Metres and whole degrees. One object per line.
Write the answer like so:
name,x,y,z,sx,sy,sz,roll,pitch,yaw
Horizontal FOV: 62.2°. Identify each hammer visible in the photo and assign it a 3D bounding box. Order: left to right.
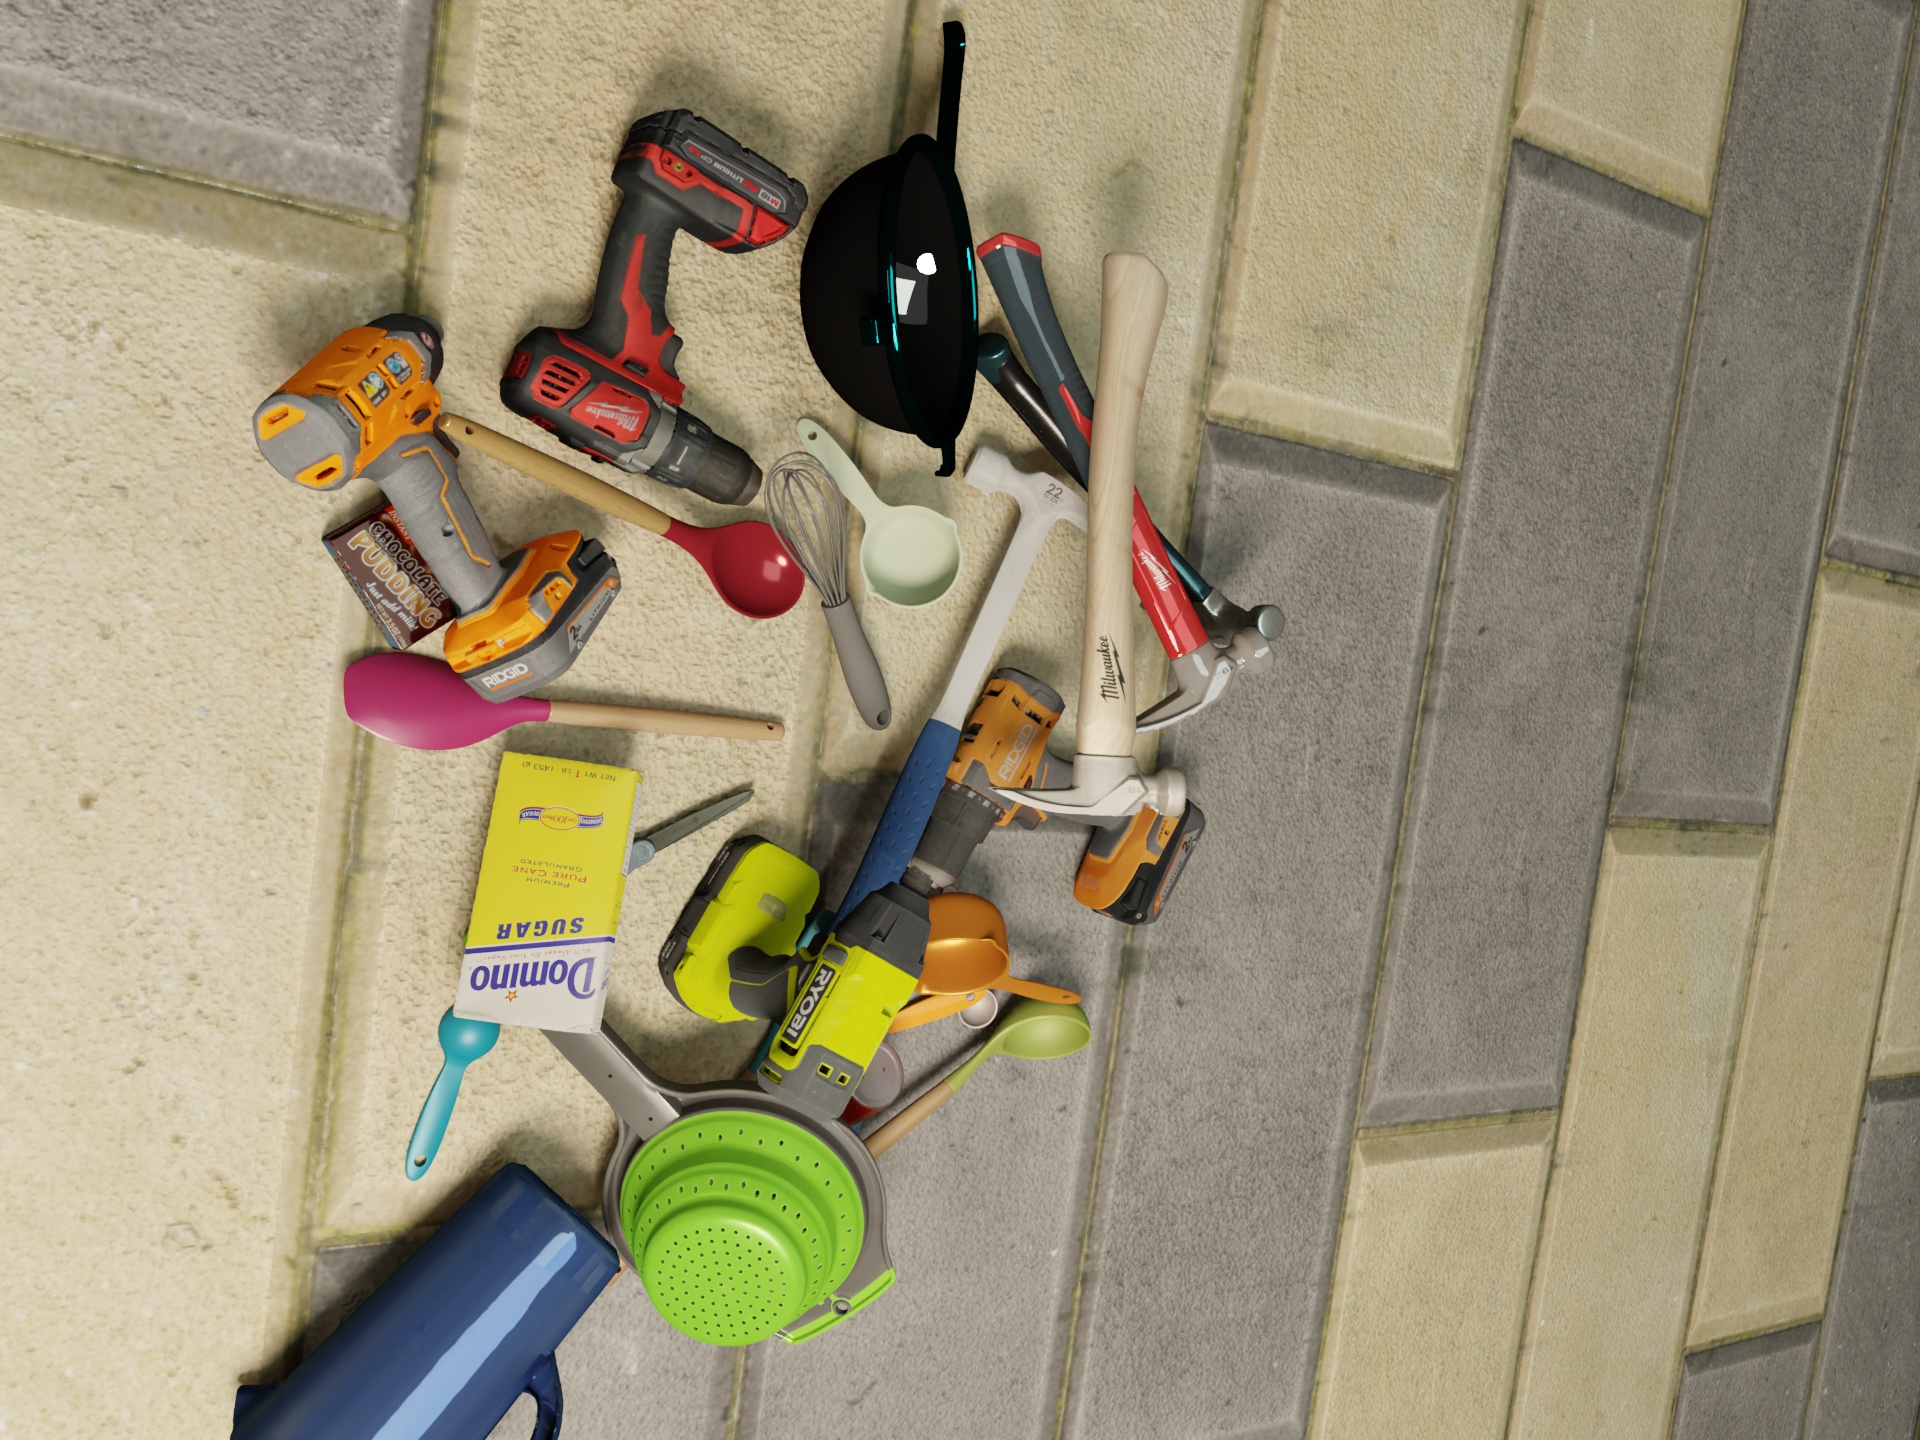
hammer,-0.002,-0.004,1.215,0.144,0.035,0.405,25,80,-8
hammer,0.097,-0.179,1.203,0.143,0.038,0.386,-29,99,-12
hammer,0.101,-0.135,1.169,0.146,0.038,0.410,2,92,-12
hammer,0.122,-0.181,1.275,0.330,0.128,0.033,46,72,-20

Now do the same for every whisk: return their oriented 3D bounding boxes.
whisk,-0.089,-0.089,1.168,0.055,0.055,0.238,-35,128,-24

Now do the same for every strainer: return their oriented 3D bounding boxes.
strainer,-0.052,-0.356,1.137,0.210,0.095,0.341,53,39,-65

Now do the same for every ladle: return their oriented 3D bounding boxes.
ladle,-0.215,-0.137,1.054,0.315,0.031,0.069,24,77,-53
ladle,-0.022,0.317,1.268,0.320,0.062,0.078,-33,153,-29

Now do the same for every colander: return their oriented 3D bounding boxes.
colander,-0.207,0.300,1.088,0.204,0.094,0.397,-36,102,14

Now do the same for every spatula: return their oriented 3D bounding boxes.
spatula,-0.169,0.288,1.194,0.082,0.044,0.317,40,77,-18

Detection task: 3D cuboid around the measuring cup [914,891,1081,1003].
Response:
measuring cup,0.027,0.186,1.274,0.173,0.095,0.052,21,44,-31

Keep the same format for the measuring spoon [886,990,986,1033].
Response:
measuring spoon,-0.031,0.238,1.284,0.117,0.011,0.021,-17,104,-20

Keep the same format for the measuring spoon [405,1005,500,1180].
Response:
measuring spoon,-0.348,0.255,1.084,0.042,0.021,0.128,23,84,-33

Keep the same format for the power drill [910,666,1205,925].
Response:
power drill,0.074,0.088,1.300,0.226,0.084,0.185,34,78,-27

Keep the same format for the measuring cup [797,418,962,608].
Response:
measuring cup,-0.065,-0.157,1.185,0.083,0.038,0.167,-39,92,4

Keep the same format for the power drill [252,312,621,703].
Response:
power drill,-0.313,-0.142,0.990,0.226,0.084,0.164,56,30,-28

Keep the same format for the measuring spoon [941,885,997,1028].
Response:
measuring spoon,0.002,0.193,1.310,0.034,0.018,0.124,-16,100,-16

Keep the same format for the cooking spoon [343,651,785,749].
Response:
cooking spoon,-0.260,-0.005,1.093,0.318,0.017,0.069,6,62,-37

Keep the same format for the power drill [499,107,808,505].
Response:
power drill,-0.185,-0.270,1.076,0.187,0.080,0.227,25,87,-33

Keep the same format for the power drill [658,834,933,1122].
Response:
power drill,-0.110,0.161,1.103,0.080,0.223,0.171,36,78,-32
